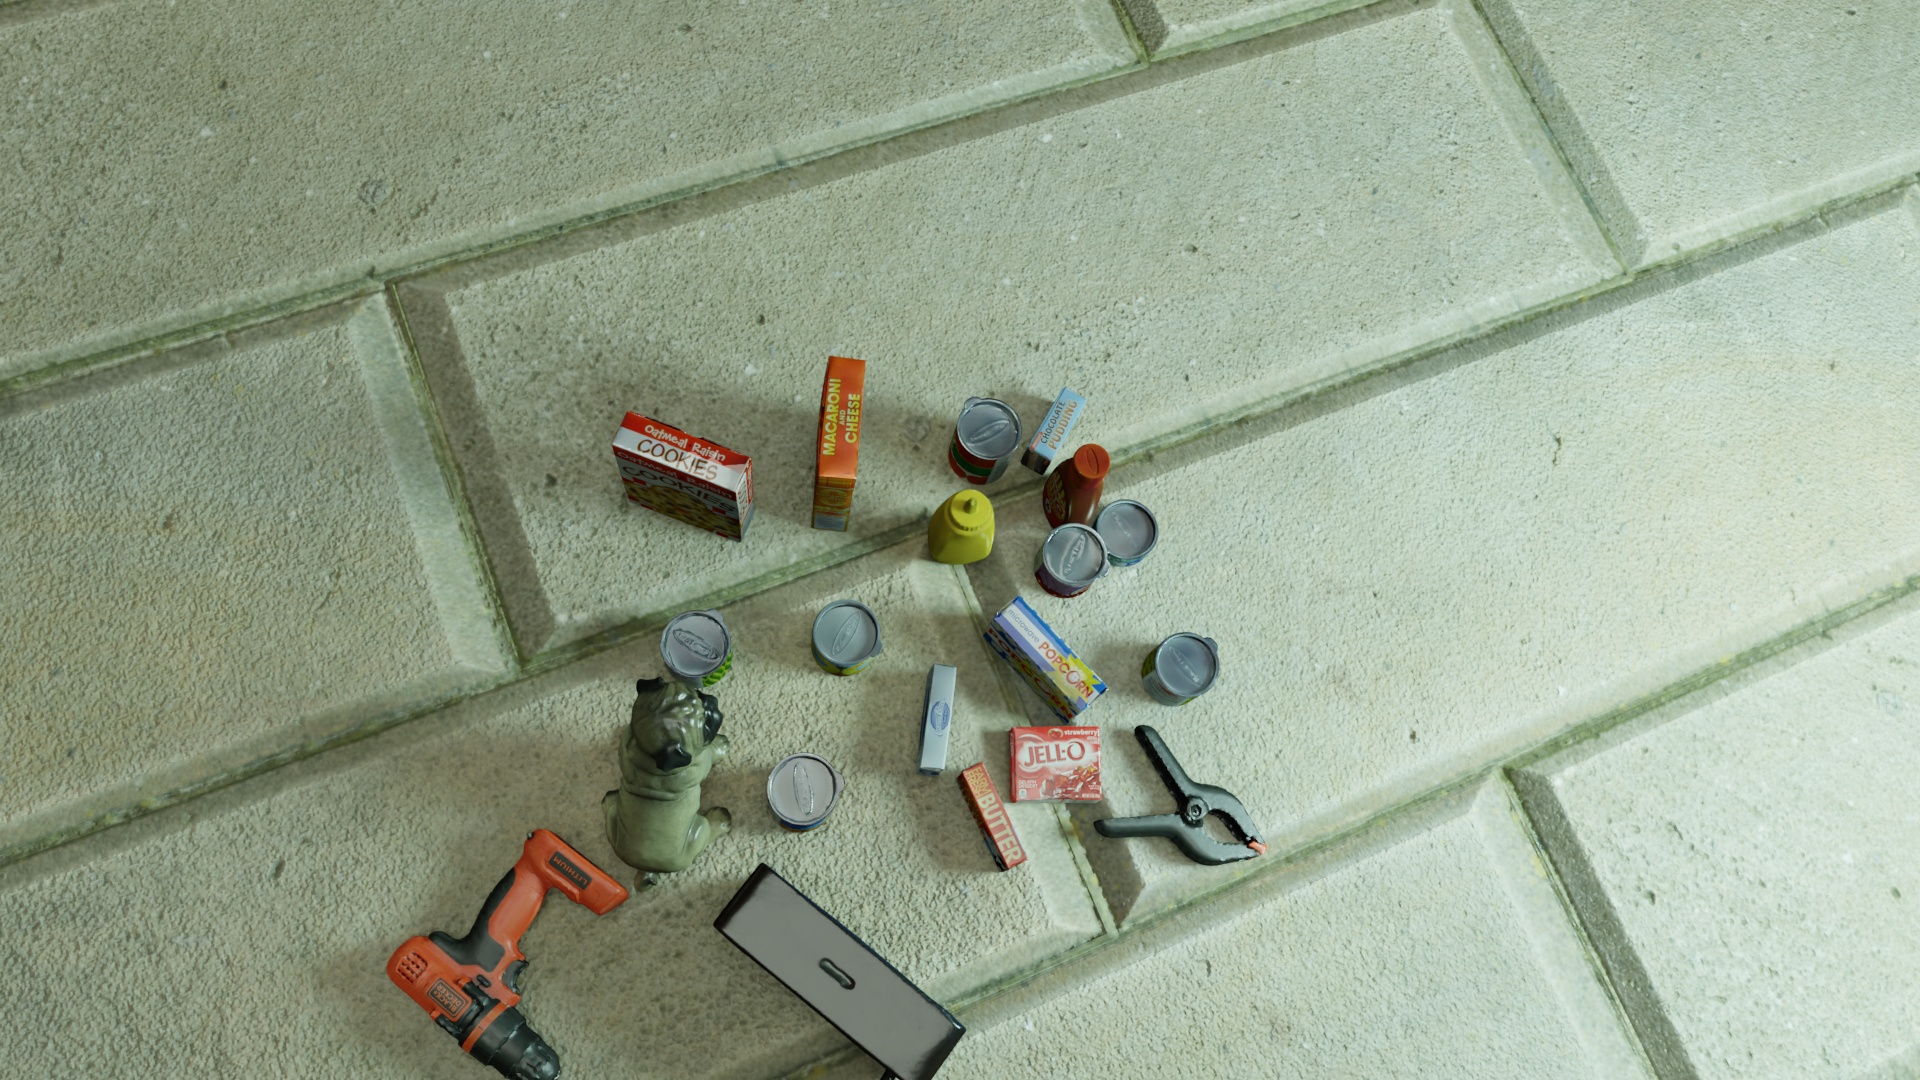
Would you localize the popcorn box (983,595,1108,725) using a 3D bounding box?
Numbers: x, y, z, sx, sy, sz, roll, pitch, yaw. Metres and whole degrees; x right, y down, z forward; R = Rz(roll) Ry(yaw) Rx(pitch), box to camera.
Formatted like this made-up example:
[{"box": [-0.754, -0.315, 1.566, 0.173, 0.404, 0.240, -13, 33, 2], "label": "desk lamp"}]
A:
[{"box": [0.082, 0.119, 1.370, 0.038, 0.085, 0.127, -41, 82, -17], "label": "popcorn box"}]

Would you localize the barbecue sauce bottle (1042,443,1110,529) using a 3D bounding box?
[{"box": [0.118, -0.056, 1.396, 0.044, 0.148, 0.065, -12, 75, -11], "label": "barbecue sauce bottle"}]

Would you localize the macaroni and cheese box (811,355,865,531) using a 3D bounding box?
[{"box": [-0.122, -0.091, 1.366, 0.040, 0.166, 0.124, 5, 72, -6], "label": "macaroni and cheese box"}]

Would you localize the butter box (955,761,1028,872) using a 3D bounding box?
[{"box": [0.029, 0.266, 1.334, 0.024, 0.053, 0.103, -23, 77, -14], "label": "butter box"}]

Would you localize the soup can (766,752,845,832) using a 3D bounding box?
[{"box": [-0.146, 0.237, 1.303, 0.071, 0.083, 0.071, 2, 73, -7], "label": "soup can"}]

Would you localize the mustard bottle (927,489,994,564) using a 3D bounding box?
[{"box": [0.005, -0.017, 1.363, 0.065, 0.159, 0.049, -3, 74, -8], "label": "mustard bottle"}]

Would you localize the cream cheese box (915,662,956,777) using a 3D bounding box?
[{"box": [-0.024, 0.176, 1.355, 0.024, 0.053, 0.104, 9, 72, -5], "label": "cream cheese box"}]

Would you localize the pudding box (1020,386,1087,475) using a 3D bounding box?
[{"box": [0.098, -0.116, 1.465, 0.030, 0.049, 0.084, 30, 71, 2], "label": "pudding box"}]

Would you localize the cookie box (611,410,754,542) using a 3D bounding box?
[{"box": [-0.263, -0.059, 1.337, 0.123, 0.167, 0.040, 21, 72, -1], "label": "cookie box"}]

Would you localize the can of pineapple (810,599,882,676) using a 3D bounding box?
[{"box": [-0.112, 0.098, 1.365, 0.071, 0.057, 0.071, 2, 73, -7], "label": "can of pineapple"}]

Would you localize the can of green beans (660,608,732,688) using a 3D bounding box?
[{"box": [-0.255, 0.106, 1.344, 0.071, 0.057, 0.071, 2, 73, -7], "label": "can of green beans"}]

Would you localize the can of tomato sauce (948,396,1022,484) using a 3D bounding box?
[{"box": [0.023, -0.102, 1.433, 0.071, 0.083, 0.071, 2, 73, -7], "label": "can of tomato sauce"}]

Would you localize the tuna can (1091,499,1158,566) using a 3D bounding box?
[{"box": [0.169, -0.006, 1.449, 0.071, 0.032, 0.071, 2, 73, -7], "label": "tuna can"}]

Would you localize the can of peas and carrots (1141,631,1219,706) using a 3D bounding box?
[{"box": [0.223, 0.129, 1.400, 0.071, 0.058, 0.071, 2, 73, -7], "label": "can of peas and carrots"}]

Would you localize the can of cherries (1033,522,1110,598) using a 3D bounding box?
[{"box": [0.114, 0.023, 1.419, 0.071, 0.058, 0.071, 2, 73, -7], "label": "can of cherries"}]
